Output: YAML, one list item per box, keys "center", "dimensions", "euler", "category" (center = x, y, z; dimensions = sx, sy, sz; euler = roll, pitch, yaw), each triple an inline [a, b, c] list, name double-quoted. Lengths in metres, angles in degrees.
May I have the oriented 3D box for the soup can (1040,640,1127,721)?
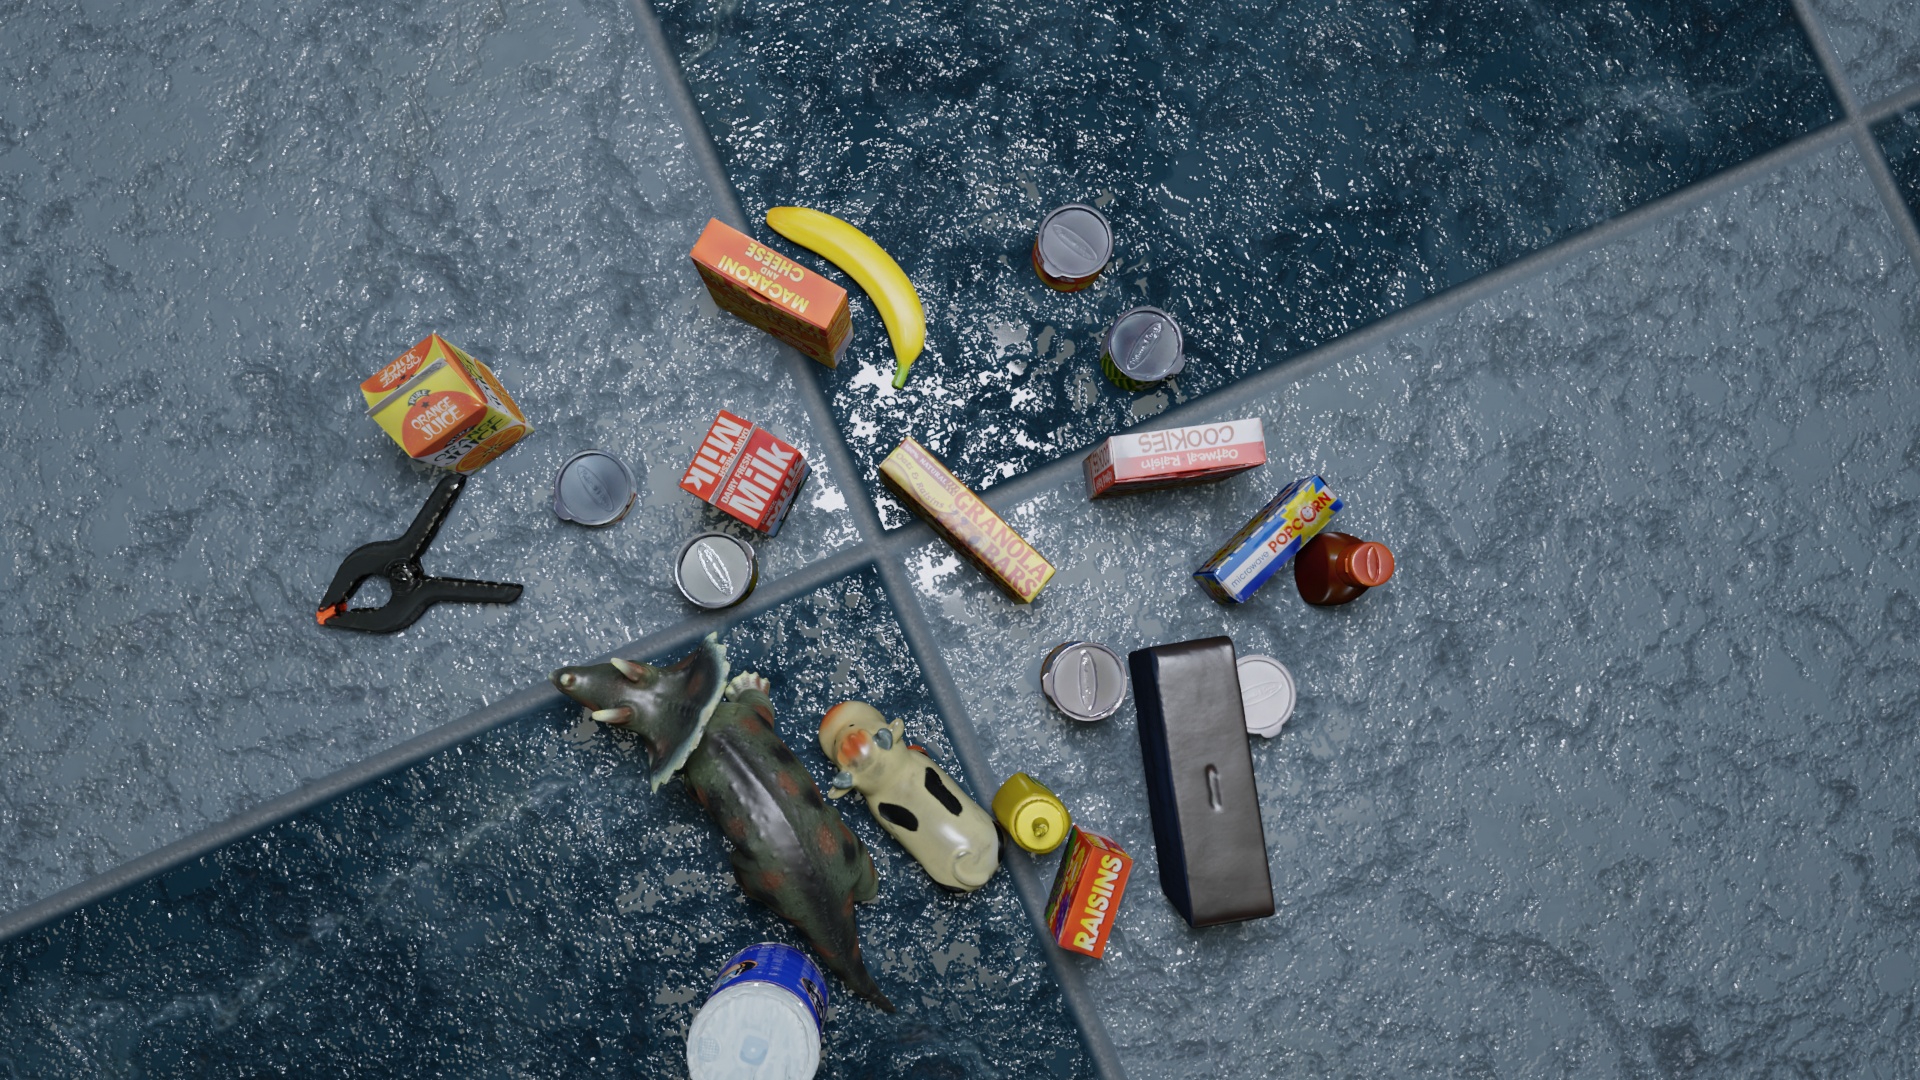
- center: [0.102, 0.119, 1.194]
  dimensions: [0.071, 0.083, 0.071]
  euler: [0, 86, -2]
  category: "soup can"

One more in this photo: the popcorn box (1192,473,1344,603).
- center: [0.266, 0.001, 1.209]
  dimensions: [0.127, 0.085, 0.038]
  euler: [-43, 89, -4]
  category: "popcorn box"

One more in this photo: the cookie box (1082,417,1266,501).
- center: [0.175, -0.066, 1.169]
  dimensions: [0.123, 0.167, 0.040]
  euler: [-8, 87, -3]
  category: "cookie box"

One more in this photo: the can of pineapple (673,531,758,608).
- center: [-0.208, 0.026, 1.200]
  dimensions: [0.071, 0.058, 0.071]
  euler: [0, 86, -3]
  category: "can of pineapple"

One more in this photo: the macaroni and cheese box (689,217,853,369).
- center: [-0.153, -0.202, 1.164]
  dimensions: [0.124, 0.166, 0.040]
  euler: [29, 86, 0]
  category: "macaroni and cheese box"

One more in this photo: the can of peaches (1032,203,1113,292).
- center: [0.097, -0.257, 1.233]
  dimensions: [0.071, 0.058, 0.071]
  euler: [0, 86, -3]
  category: "can of peaches"

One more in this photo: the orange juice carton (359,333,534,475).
- center: [-0.421, -0.110, 1.132]
  dimensions: [0.072, 0.192, 0.073]
  euler: [-36, 89, -4]
  category: "orange juice carton"

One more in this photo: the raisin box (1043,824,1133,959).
- center: [0.105, 0.291, 1.163]
  dimensions: [0.040, 0.123, 0.086]
  euler: [20, 86, -1]
  category: "raisin box"

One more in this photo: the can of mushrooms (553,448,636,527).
- center: [-0.320, -0.044, 1.212]
  dimensions: [0.071, 0.033, 0.071]
  euler: [0, 86, -3]
  category: "can of mushrooms"

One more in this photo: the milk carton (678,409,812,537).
- center: [-0.175, -0.054, 1.140]
  dimensions: [0.073, 0.190, 0.072]
  euler: [28, 86, -1]
  category: "milk carton"

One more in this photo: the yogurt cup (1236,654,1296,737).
- center: [0.254, 0.133, 1.215]
  dimensions: [0.072, 0.054, 0.072]
  euler: [0, 86, -3]
  category: "yogurt cup"

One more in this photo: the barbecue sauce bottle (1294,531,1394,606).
- center: [0.325, 0.023, 1.179]
  dimensions: [0.044, 0.148, 0.065]
  euler: [-1, 87, -3]
  category: "barbecue sauce bottle"

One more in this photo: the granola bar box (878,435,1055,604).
- center: [0.004, -0.015, 1.179]
  dimensions: [0.165, 0.124, 0.039]
  euler: [42, 86, 1]
  category: "granola bar box"

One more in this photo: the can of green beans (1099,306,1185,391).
- center: [0.159, -0.169, 1.230]
  dimensions: [0.071, 0.058, 0.071]
  euler: [0, 86, -3]
  category: "can of green beans"

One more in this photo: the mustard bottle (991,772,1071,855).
- center: [0.062, 0.229, 1.147]
  dimensions: [0.065, 0.160, 0.049]
  euler: [39, 86, 0]
  category: "mustard bottle"
